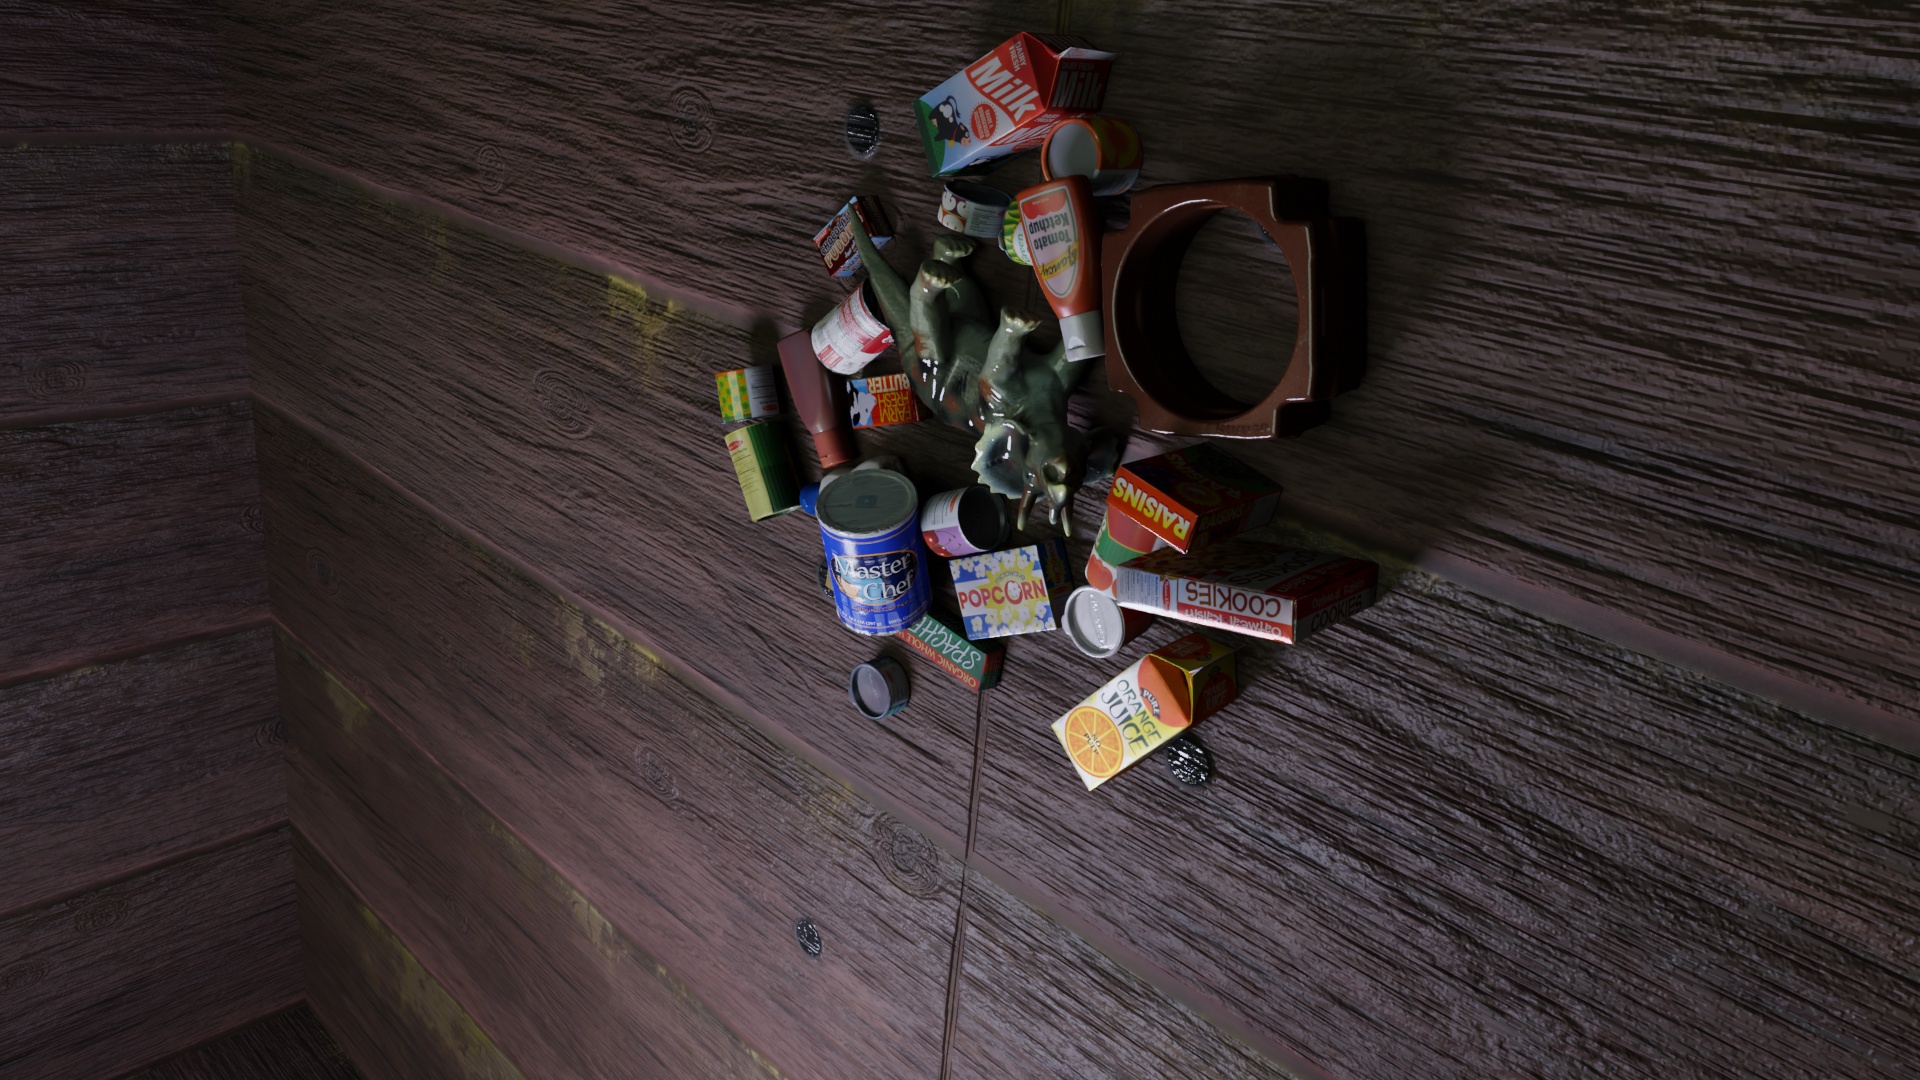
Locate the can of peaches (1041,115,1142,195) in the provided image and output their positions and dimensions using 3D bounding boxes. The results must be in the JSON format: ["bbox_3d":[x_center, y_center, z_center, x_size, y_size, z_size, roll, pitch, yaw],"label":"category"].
[{"bbox_3d":[0.110,-0.329,1.185,0.071,0.058,0.071,15,113,42],"label":"can of peaches"}]

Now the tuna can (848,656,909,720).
[{"bbox_3d":[-0.091,0.164,1.544,0.071,0.033,0.071,15,111,42],"label":"tuna can"}]

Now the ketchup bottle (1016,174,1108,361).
[{"bbox_3d":[0.092,-0.226,1.160,0.064,0.044,0.148,-8,98,39],"label":"ketchup bottle"}]

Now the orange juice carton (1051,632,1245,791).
[{"bbox_3d":[0.174,0.146,1.244,0.191,0.072,0.073,-44,71,43],"label":"orange juice carton"}]

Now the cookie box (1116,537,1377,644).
[{"bbox_3d":[0.230,0.034,1.120,0.167,0.123,0.040,12,110,43],"label":"cookie box"}]

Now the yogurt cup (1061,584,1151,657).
[{"bbox_3d":[0.138,0.068,1.272,0.072,0.054,0.072,15,112,42],"label":"yogurt cup"}]

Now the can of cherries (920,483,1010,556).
[{"bbox_3d":[0.005,-0.017,1.375,0.058,0.072,0.071,-12,93,47],"label":"can of cherries"}]

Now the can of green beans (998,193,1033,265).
[{"bbox_3d":[0.080,-0.273,1.226,0.058,0.071,0.071,20,115,40],"label":"can of green beans"}]

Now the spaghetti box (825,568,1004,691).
[{"bbox_3d":[-0.053,0.080,1.485,0.250,0.029,0.050,32,123,35],"label":"spaghetti box"}]

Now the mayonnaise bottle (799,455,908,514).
[{"bbox_3d":[-0.117,-0.053,1.504,0.148,0.041,0.064,-7,102,47],"label":"mayonnaise bottle"}]

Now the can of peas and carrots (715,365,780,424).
[{"bbox_3d":[-0.244,-0.166,1.580,0.071,0.071,0.058,-3,99,45],"label":"can of peas and carrots"}]

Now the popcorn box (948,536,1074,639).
[{"bbox_3d":[0.052,0.048,1.364,0.126,0.038,0.085,-11,93,46],"label":"popcorn box"}]

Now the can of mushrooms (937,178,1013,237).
[{"bbox_3d":[0.013,-0.307,1.284,0.071,0.071,0.033,35,125,33],"label":"can of mushrooms"}]

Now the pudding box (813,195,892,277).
[{"bbox_3d":[-0.111,-0.314,1.432,0.083,0.030,0.050,-32,78,45],"label":"pudding box"}]

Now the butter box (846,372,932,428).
[{"bbox_3d":[-0.076,-0.147,1.447,0.103,0.024,0.053,-1,100,45],"label":"butter box"}]

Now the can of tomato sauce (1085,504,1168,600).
[{"bbox_3d":[0.152,0.003,1.231,0.071,0.071,0.082,38,126,32],"label":"can of tomato sauce"}]

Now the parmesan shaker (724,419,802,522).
[{"bbox_3d":[-0.223,-0.078,1.585,0.071,0.071,0.103,-21,87,46],"label":"parmesan shaker"}]

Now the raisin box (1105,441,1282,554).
[{"bbox_3d":[0.192,-0.037,1.138,0.086,0.124,0.040,37,125,32],"label":"raisin box"}]

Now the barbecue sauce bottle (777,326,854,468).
[{"bbox_3d":[-0.153,-0.154,1.510,0.064,0.044,0.148,-16,90,47],"label":"barbecue sauce bottle"}]

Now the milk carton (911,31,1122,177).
[{"bbox_3d":[0.051,-0.388,1.218,0.190,0.072,0.073,-16,90,46],"label":"milk carton"}]
